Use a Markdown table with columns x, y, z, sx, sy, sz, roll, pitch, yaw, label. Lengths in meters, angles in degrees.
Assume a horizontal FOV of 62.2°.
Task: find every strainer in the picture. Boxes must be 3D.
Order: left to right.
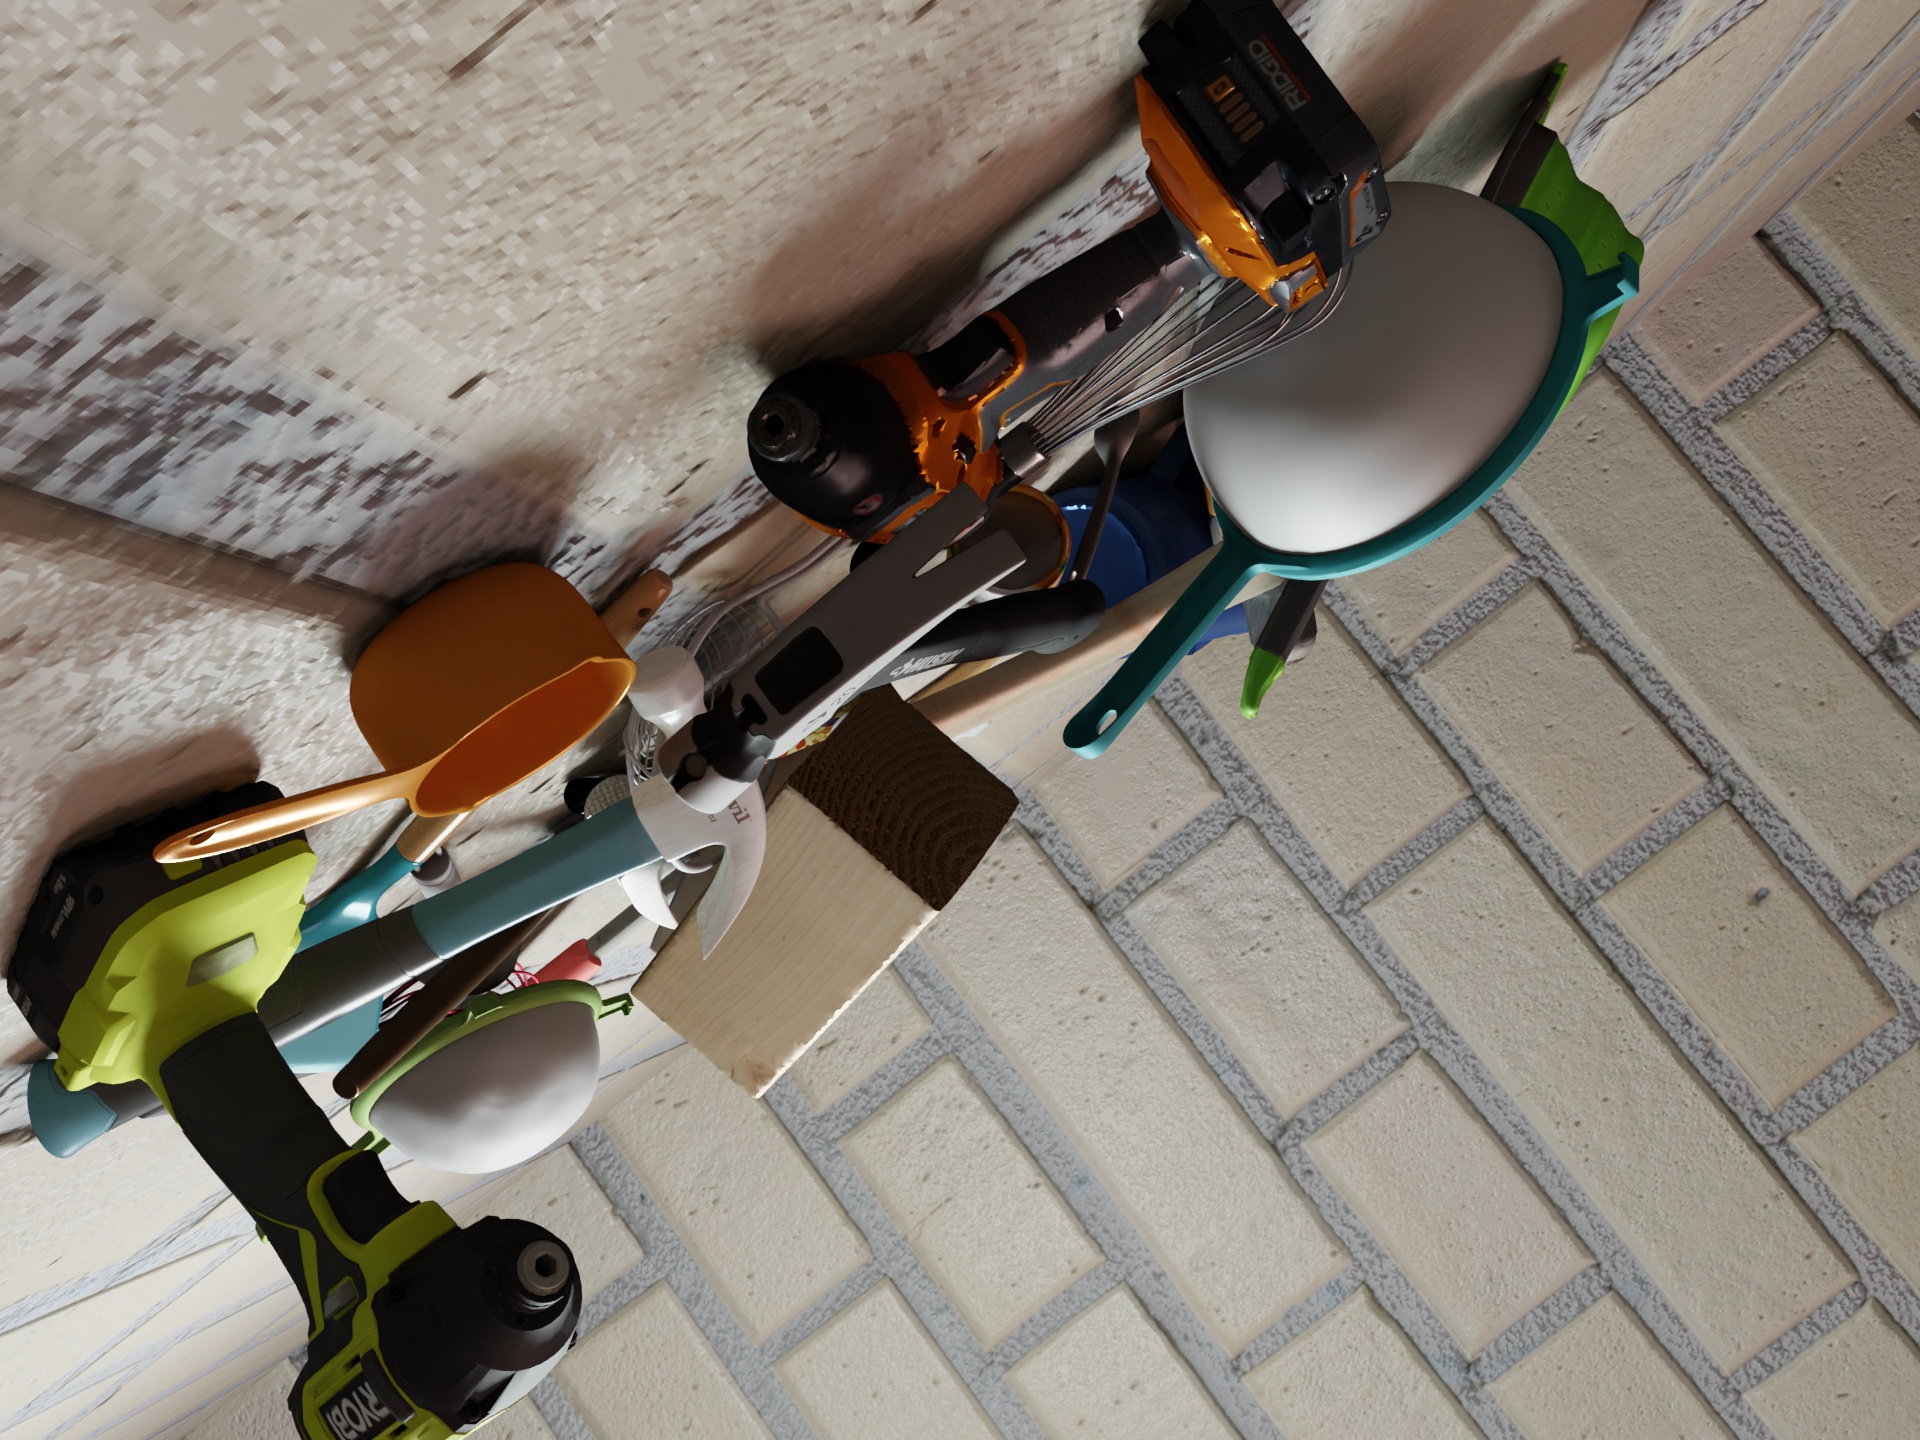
| x | y | z | sx | sy | sz | roll | pitch | yaw | label |
| --- | --- | --- | --- | --- | --- | --- | --- | --- | --- |
| -0.304 | 0.248 | 0.919 | 0.256 | 0.069 | 0.151 | -38 | 160 | 10 | strainer |
| -0.265 | 0.106 | 0.839 | 0.087 | 0.050 | 0.258 | -31 | 168 | -19 | strainer |
| 0.139 | -0.131 | 0.768 | 0.340 | 0.095 | 0.211 | -51 | -146 | 9 | strainer |

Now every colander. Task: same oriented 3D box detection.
| x | y | z | sx | sy | sz | roll | pitch | yaw | label |
| --- | --- | --- | --- | --- | --- | --- | --- | --- | --- |
| 0.283 | -0.164 | 0.902 | 0.397 | 0.094 | 0.204 | -63 | 169 | -2 | colander |

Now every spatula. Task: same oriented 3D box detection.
| x | y | z | sx | sy | sz | roll | pitch | yaw | label |
| --- | --- | --- | --- | --- | --- | --- | --- | --- | --- |
| -0.218 | 0.049 | 0.682 | 0.317 | 0.044 | 0.082 | -43 | 144 | 25 | spatula |
| -0.223 | 0.099 | 0.815 | 0.059 | 0.018 | 0.316 | -41 | -174 | 24 | spatula |

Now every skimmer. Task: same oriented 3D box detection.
| x | y | z | sx | sy | sz | roll | pitch | yaw | label |
| --- | --- | --- | --- | --- | --- | --- | --- | --- | --- |
| -0.012 | -0.075 | 0.695 | 0.363 | 0.090 | 0.127 | -39 | 170 | 14 | skimmer |

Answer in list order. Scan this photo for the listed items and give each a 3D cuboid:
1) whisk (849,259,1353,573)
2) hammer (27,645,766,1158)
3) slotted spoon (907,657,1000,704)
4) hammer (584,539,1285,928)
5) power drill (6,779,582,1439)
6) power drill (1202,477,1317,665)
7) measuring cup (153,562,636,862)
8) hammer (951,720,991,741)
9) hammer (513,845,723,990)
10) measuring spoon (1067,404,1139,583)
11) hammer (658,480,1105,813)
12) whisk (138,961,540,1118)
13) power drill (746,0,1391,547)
| x | y | z | sx | sy | sz | roll | pitch | yaw | label |
| --- | --- | --- | --- | --- | --- | --- | --- | --- | --- |
| 0.055 | -0.143 | 0.732 | 0.284 | 0.070 | 0.070 | -35 | 174 | 24 | whisk |
| -0.232 | 0.092 | 0.657 | 0.331 | 0.128 | 0.033 | -26 | -148 | 0 | hammer |
| -0.091 | 0.035 | 1.247 | 0.314 | 0.031 | 0.070 | -37 | 173 | -14 | slotted spoon |
| -0.001 | -0.003 | 0.887 | 0.410 | 0.038 | 0.146 | -25 | 156 | -11 | hammer |
| -0.218 | 0.140 | 0.537 | 0.080 | 0.223 | 0.171 | -29 | 169 | -48 | power drill |
| 0.230 | -0.152 | 1.025 | 0.084 | 0.185 | 0.226 | -1 | -159 | 38 | power drill |
| -0.184 | -0.003 | 0.504 | 0.095 | 0.052 | 0.173 | -43 | 169 | 36 | measuring cup |
| -0.083 | 0.068 | 1.275 | 0.144 | 0.035 | 0.405 | -39 | 179 | 20 | hammer |
| -0.273 | 0.180 | 1.079 | 0.359 | 0.036 | 0.149 | -37 | -155 | 32 | hammer |
| 0.071 | -0.120 | 0.865 | 0.034 | 0.018 | 0.124 | -28 | -139 | 65 | measuring spoon |
| 0.007 | -0.041 | 0.687 | 0.146 | 0.035 | 0.335 | -40 | 173 | 21 | hammer |
| -0.336 | 0.180 | 0.895 | 0.073 | 0.073 | 0.295 | -40 | 165 | 19 | whisk |
| 0.030 | -0.141 | 0.547 | 0.226 | 0.084 | 0.164 | -36 | 173 | 17 | power drill |
